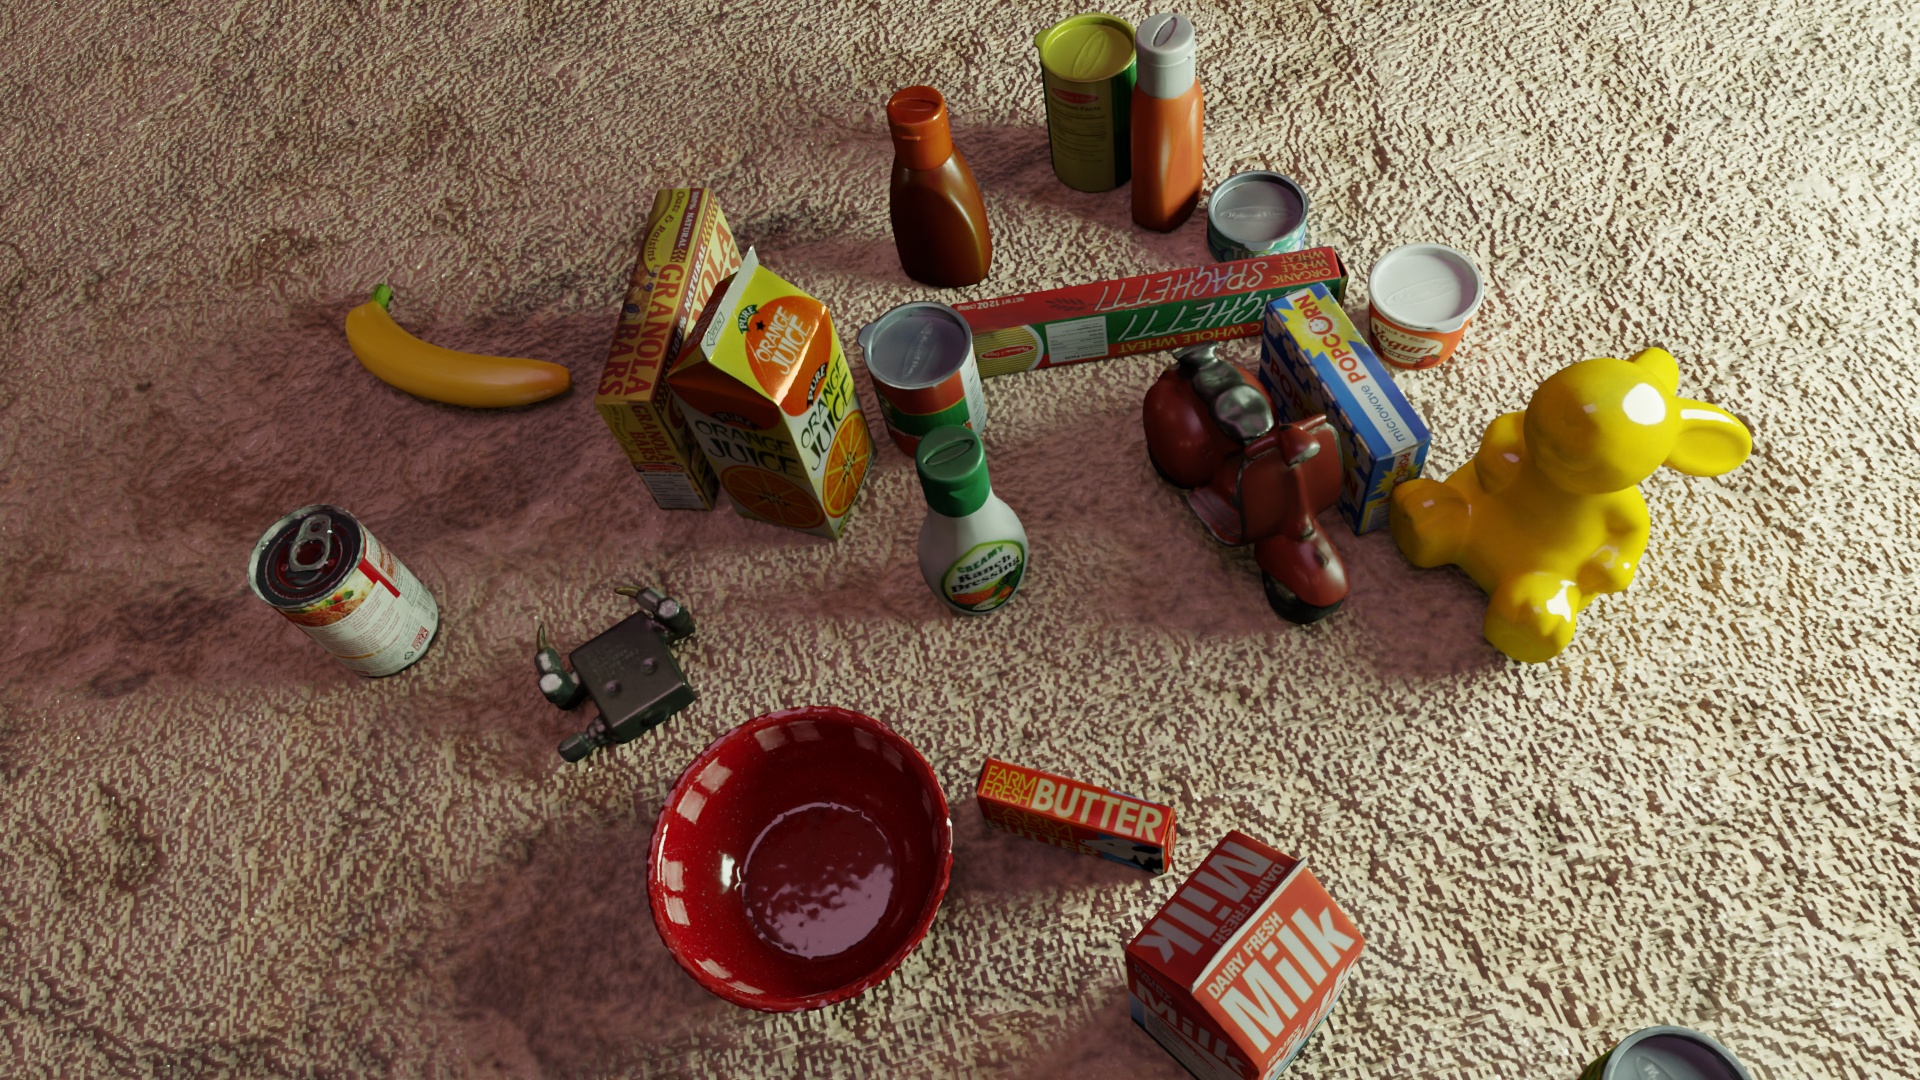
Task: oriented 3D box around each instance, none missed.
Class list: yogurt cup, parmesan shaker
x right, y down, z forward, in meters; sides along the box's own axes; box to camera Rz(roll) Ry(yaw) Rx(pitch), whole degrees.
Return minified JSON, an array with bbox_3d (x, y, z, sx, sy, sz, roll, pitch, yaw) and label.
[{"bbox_3d":[0.286,-0.143,0.865,0.072,0.053,0.073,-4,60,7],"label":"yogurt cup"},{"bbox_3d":[0.089,-0.301,0.957,0.071,0.102,0.071,-4,60,7],"label":"parmesan shaker"}]

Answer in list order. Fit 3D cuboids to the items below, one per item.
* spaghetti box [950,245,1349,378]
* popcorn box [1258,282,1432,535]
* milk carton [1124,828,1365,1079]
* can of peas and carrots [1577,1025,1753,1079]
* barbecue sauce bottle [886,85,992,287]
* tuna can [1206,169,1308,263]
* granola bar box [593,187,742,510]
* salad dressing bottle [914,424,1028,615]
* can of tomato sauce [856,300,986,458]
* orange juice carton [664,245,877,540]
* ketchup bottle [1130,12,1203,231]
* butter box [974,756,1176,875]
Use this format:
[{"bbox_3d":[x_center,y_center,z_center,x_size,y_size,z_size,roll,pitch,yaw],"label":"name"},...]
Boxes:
[{"bbox_3d":[0.119,-0.145,0.893,0.250,0.050,0.029,-8,60,4],"label":"spaghetti box"},{"bbox_3d":[0.223,-0.077,0.818,0.038,0.085,0.127,-22,60,-4],"label":"popcorn box"},{"bbox_3d":[0.123,0.192,0.616,0.073,0.189,0.072,38,72,25],"label":"milk carton"},{"bbox_3d":[0.314,0.259,0.625,0.071,0.058,0.071,-4,60,7],"label":"can of peas and carrots"},{"bbox_3d":[-0.018,-0.227,0.904,0.065,0.148,0.044,8,62,13],"label":"barbecue sauce bottle"},{"bbox_3d":[0.198,-0.211,0.929,0.071,0.032,0.071,-4,60,6],"label":"tuna can"},{"bbox_3d":[-0.174,-0.120,0.880,0.039,0.123,0.166,2,61,10],"label":"granola bar box"},{"bbox_3d":[0.003,-0.010,0.776,0.064,0.147,0.044,-24,60,-5],"label":"salad dressing bottle"},{"bbox_3d":[-0.023,-0.098,0.868,0.071,0.082,0.071,-4,60,7],"label":"can of tomato sauce"},{"bbox_3d":[-0.110,-0.083,0.809,0.073,0.191,0.072,14,64,16],"label":"orange juice carton"},{"bbox_3d":[0.135,-0.273,0.908,0.043,0.148,0.065,22,66,20],"label":"ketchup bottle"},{"bbox_3d":[0.061,0.146,0.732,0.103,0.053,0.024,13,63,15],"label":"butter box"}]
